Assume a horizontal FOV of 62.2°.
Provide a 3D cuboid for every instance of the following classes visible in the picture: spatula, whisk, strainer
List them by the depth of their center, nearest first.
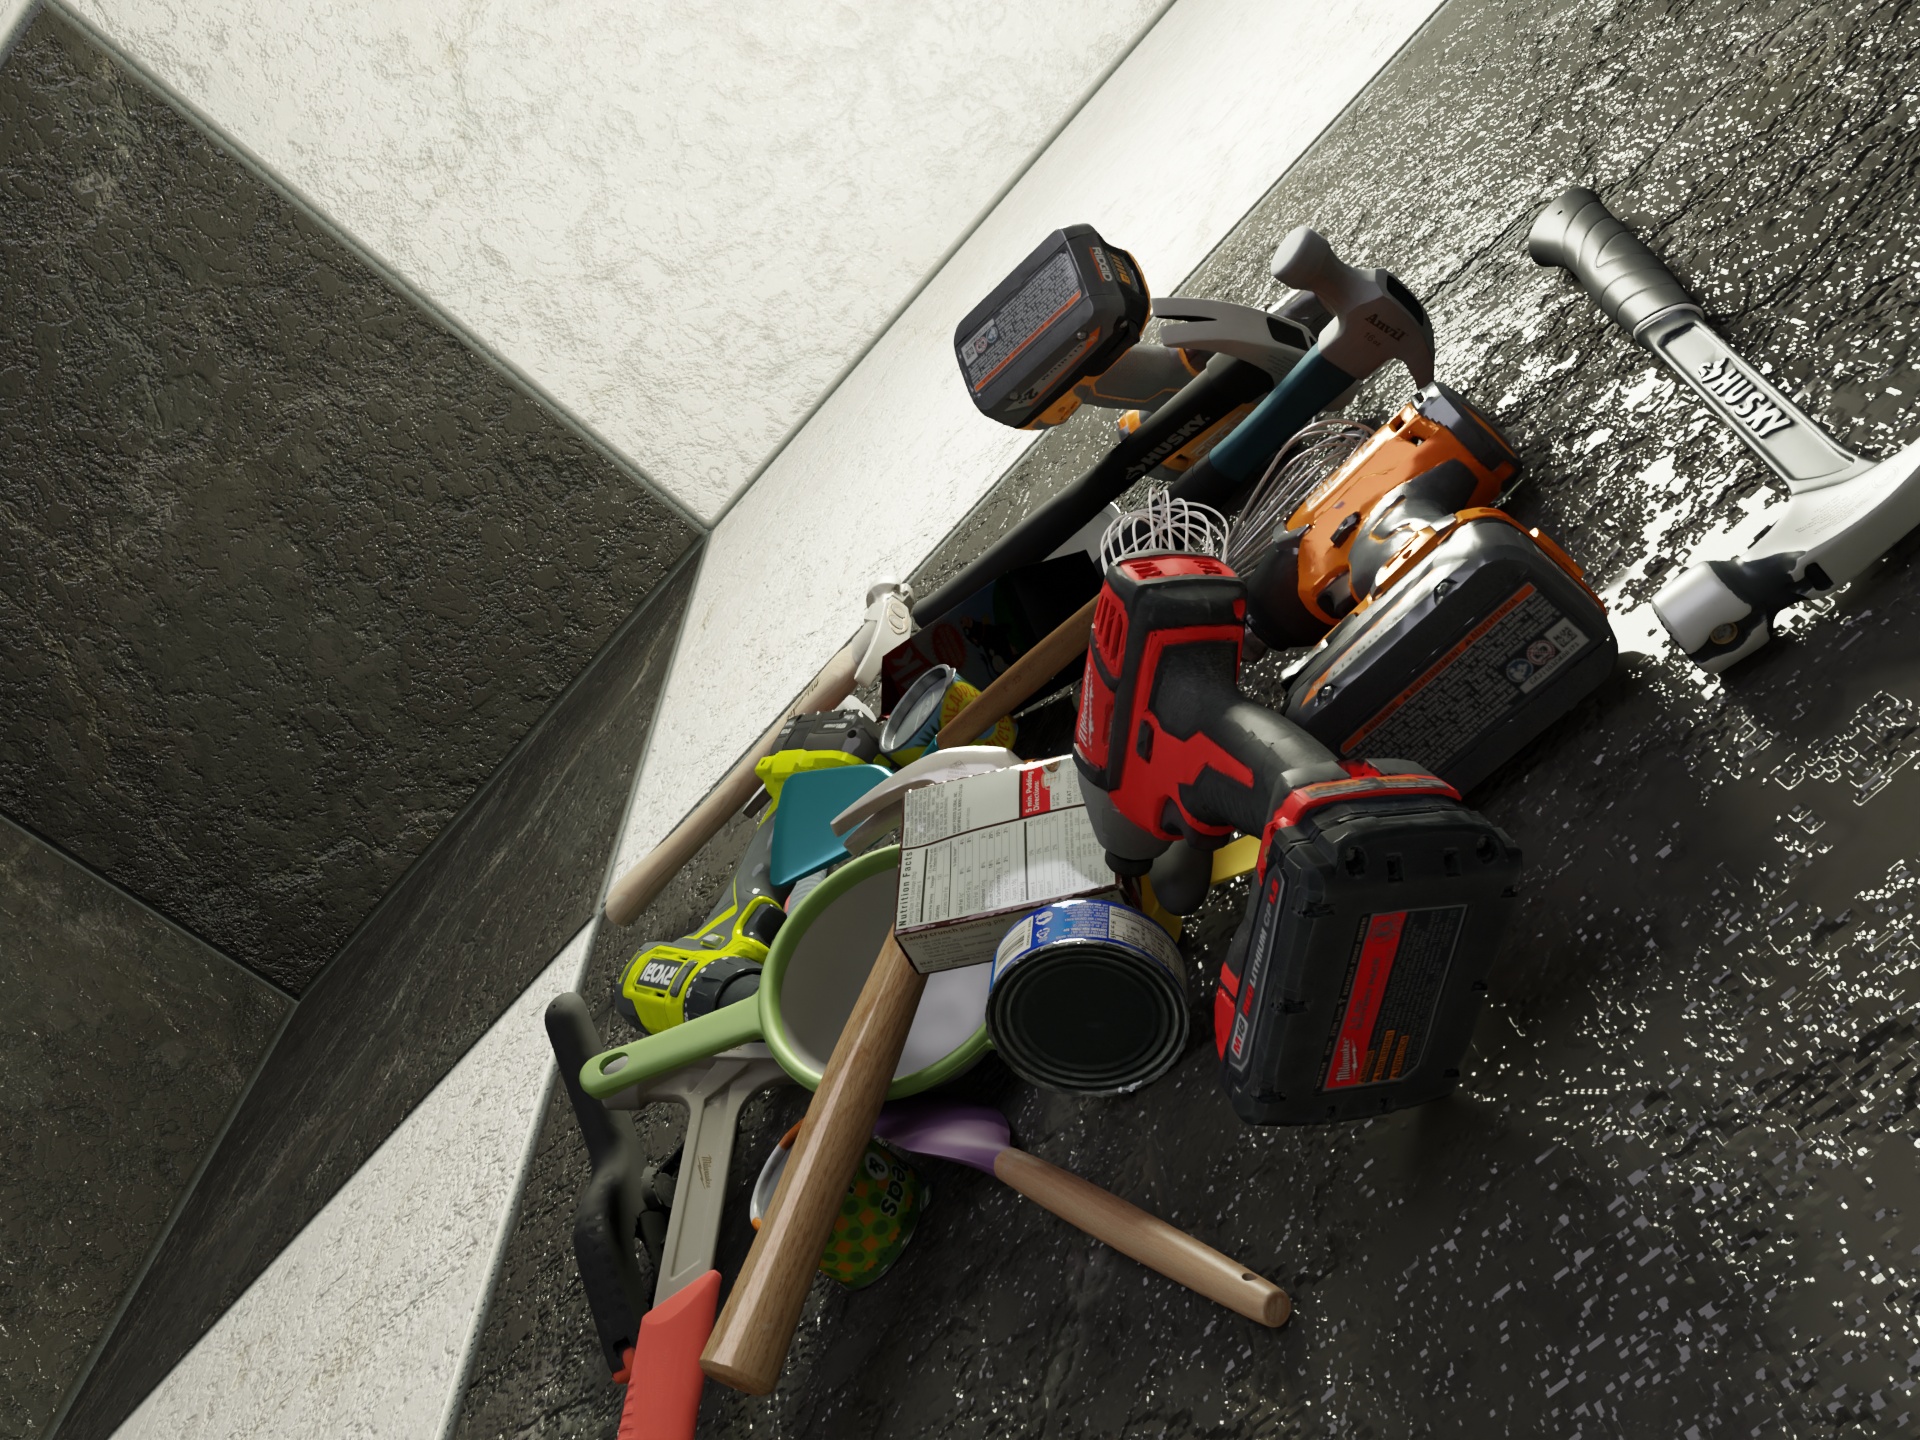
[{"bbox_3d":[0.035,0.192,0.667,0.059,0.018,0.316,-9,5,-26],"label":"spatula"},{"bbox_3d":[0.105,-0.019,0.783,0.070,0.070,0.285,-38,32,34],"label":"whisk"},{"bbox_3d":[-0.072,0.160,0.832,0.256,0.069,0.152,-22,44,10],"label":"strainer"},{"bbox_3d":[-0.001,-0.003,0.861,0.317,0.044,0.082,-40,34,39],"label":"spatula"},{"bbox_3d":[0.146,-0.080,0.906,0.246,0.059,0.058,-45,17,32],"label":"whisk"},{"bbox_3d":[0.131,-0.138,1.064,0.258,0.050,0.087,-28,45,38],"label":"strainer"}]

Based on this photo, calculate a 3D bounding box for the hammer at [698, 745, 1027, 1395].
[{"bbox_3d":[-0.042,0.148,0.754,0.130,0.031,0.331,3,53,29],"label":"hammer"}]

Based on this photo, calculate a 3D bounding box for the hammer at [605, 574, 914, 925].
[{"bbox_3d":[-0.178,0.053,1.320,0.410,0.038,0.146,-44,21,29],"label":"hammer"}]

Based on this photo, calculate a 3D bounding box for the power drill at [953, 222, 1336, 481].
[{"bbox_3d":[0.132,-0.239,1.011,0.185,0.226,0.084,-36,60,36],"label":"power drill"}]

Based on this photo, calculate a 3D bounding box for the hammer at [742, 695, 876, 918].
[{"bbox_3d":[-0.122,0.115,1.178,0.143,0.038,0.387,-46,19,18],"label":"hammer"}]

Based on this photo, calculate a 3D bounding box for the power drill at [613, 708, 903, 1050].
[{"bbox_3d":[-0.110,0.107,0.992,0.190,0.080,0.228,-6,48,57],"label":"power drill"}]

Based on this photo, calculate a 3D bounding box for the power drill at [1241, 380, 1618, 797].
[{"bbox_3d":[0.187,-0.050,0.704,0.164,0.084,0.227,-45,15,24],"label":"power drill"}]

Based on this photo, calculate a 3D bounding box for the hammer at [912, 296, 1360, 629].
[{"bbox_3d":[0.080,-0.147,1.013,0.334,0.146,0.035,-36,53,39],"label":"hammer"}]

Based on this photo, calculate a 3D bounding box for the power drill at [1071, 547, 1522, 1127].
[{"bbox_3d":[0.102,0.040,0.591,0.220,0.078,0.143,-121,33,-56],"label":"power drill"}]

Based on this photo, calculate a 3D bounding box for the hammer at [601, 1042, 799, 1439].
[{"bbox_3d":[-0.130,0.312,0.759,0.359,0.149,0.036,-86,-5,-46],"label":"hammer"}]

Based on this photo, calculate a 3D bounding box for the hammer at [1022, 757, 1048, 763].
[{"bbox_3d":[0.036,0.031,0.970,0.127,0.034,0.337,-58,19,-17],"label":"hammer"}]

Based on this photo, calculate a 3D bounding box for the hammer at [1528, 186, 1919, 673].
[{"bbox_3d":[0.318,-0.170,0.691,0.149,0.036,0.409,-41,20,25],"label":"hammer"}]

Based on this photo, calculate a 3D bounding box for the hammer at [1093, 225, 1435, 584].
[{"bbox_3d":[0.149,-0.143,0.939,0.331,0.128,0.033,-44,25,49],"label":"hammer"}]

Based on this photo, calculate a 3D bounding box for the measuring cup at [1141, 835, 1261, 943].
[{"bbox_3d":[0.116,0.077,0.722,0.156,0.029,0.062,-27,32,26],"label":"measuring cup"}]
